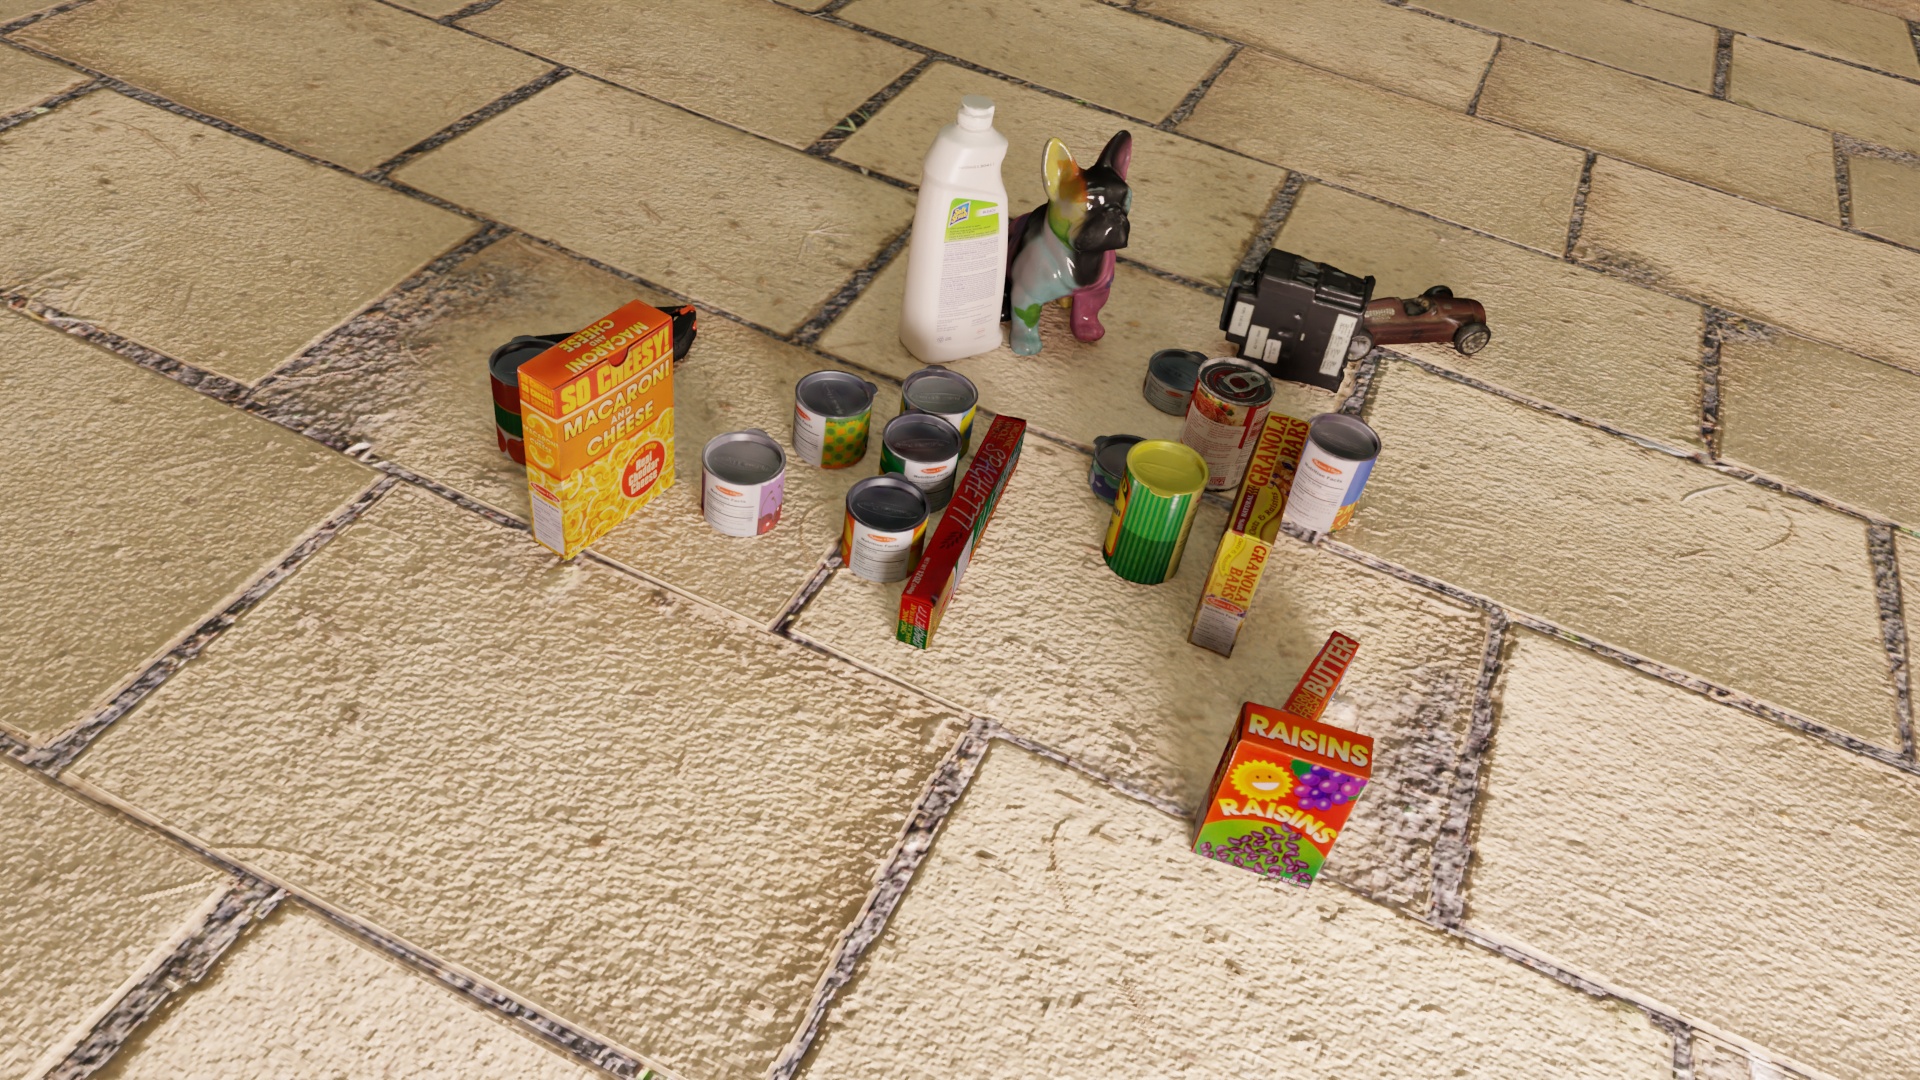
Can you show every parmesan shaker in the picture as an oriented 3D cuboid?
[{"bbox_3d":[0.155,-0.020,1.119,0.071,0.102,0.072,6,43,-5],"label":"parmesan shaker"}]

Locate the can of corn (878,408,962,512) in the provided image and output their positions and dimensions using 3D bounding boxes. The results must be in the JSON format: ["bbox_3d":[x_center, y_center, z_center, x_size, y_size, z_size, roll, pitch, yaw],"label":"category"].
[{"bbox_3d":[-0.035,-0.066,1.163,0.071,0.058,0.071,6,43,-5],"label":"can of corn"}]

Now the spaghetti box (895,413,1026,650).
[{"bbox_3d":[0.004,-0.014,1.121,0.029,0.049,0.251,18,43,8],"label":"spaghetti box"}]

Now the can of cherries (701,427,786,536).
[{"bbox_3d":[-0.173,-0.047,1.114,0.071,0.058,0.072,6,43,-5],"label":"can of cherries"}]

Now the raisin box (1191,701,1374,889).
[{"bbox_3d":[0.210,0.168,0.913,0.086,0.122,0.040,17,43,7],"label":"raisin box"}]

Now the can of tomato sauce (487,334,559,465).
[{"bbox_3d":[-0.348,-0.113,1.133,0.071,0.082,0.071,6,43,-5],"label":"can of tomato sauce"}]

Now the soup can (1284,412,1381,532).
[{"bbox_3d":[0.322,-0.060,1.210,0.071,0.083,0.072,6,43,-5],"label":"soup can"}]

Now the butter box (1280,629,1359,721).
[{"bbox_3d":[0.260,0.117,1.030,0.024,0.052,0.104,29,46,19],"label":"butter box"}]

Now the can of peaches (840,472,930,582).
[{"bbox_3d":[-0.059,-0.010,1.098,0.071,0.057,0.071,6,43,-5],"label":"can of peaches"}]

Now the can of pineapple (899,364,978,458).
[{"bbox_3d":[-0.020,-0.110,1.213,0.071,0.057,0.071,6,43,-5],"label":"can of pineapple"}]

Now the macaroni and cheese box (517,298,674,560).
[{"bbox_3d":[-0.271,-0.083,1.054,0.040,0.165,0.124,28,45,19],"label":"macaroni and cheese box"}]

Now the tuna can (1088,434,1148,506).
[{"bbox_3d":[0.144,-0.061,1.213,0.071,0.032,0.071,6,43,-5],"label":"tuna can"}]

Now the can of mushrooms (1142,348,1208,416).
[{"bbox_3d":[0.210,-0.151,1.322,0.071,0.033,0.071,6,43,-5],"label":"can of mushrooms"}]

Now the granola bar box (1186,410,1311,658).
[{"bbox_3d":[0.229,-0.007,1.105,0.039,0.123,0.166,20,43,10],"label":"granola bar box"}]

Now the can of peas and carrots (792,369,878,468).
[{"bbox_3d":[-0.108,-0.104,1.189,0.071,0.058,0.071,6,43,-5],"label":"can of peas and carrots"}]
